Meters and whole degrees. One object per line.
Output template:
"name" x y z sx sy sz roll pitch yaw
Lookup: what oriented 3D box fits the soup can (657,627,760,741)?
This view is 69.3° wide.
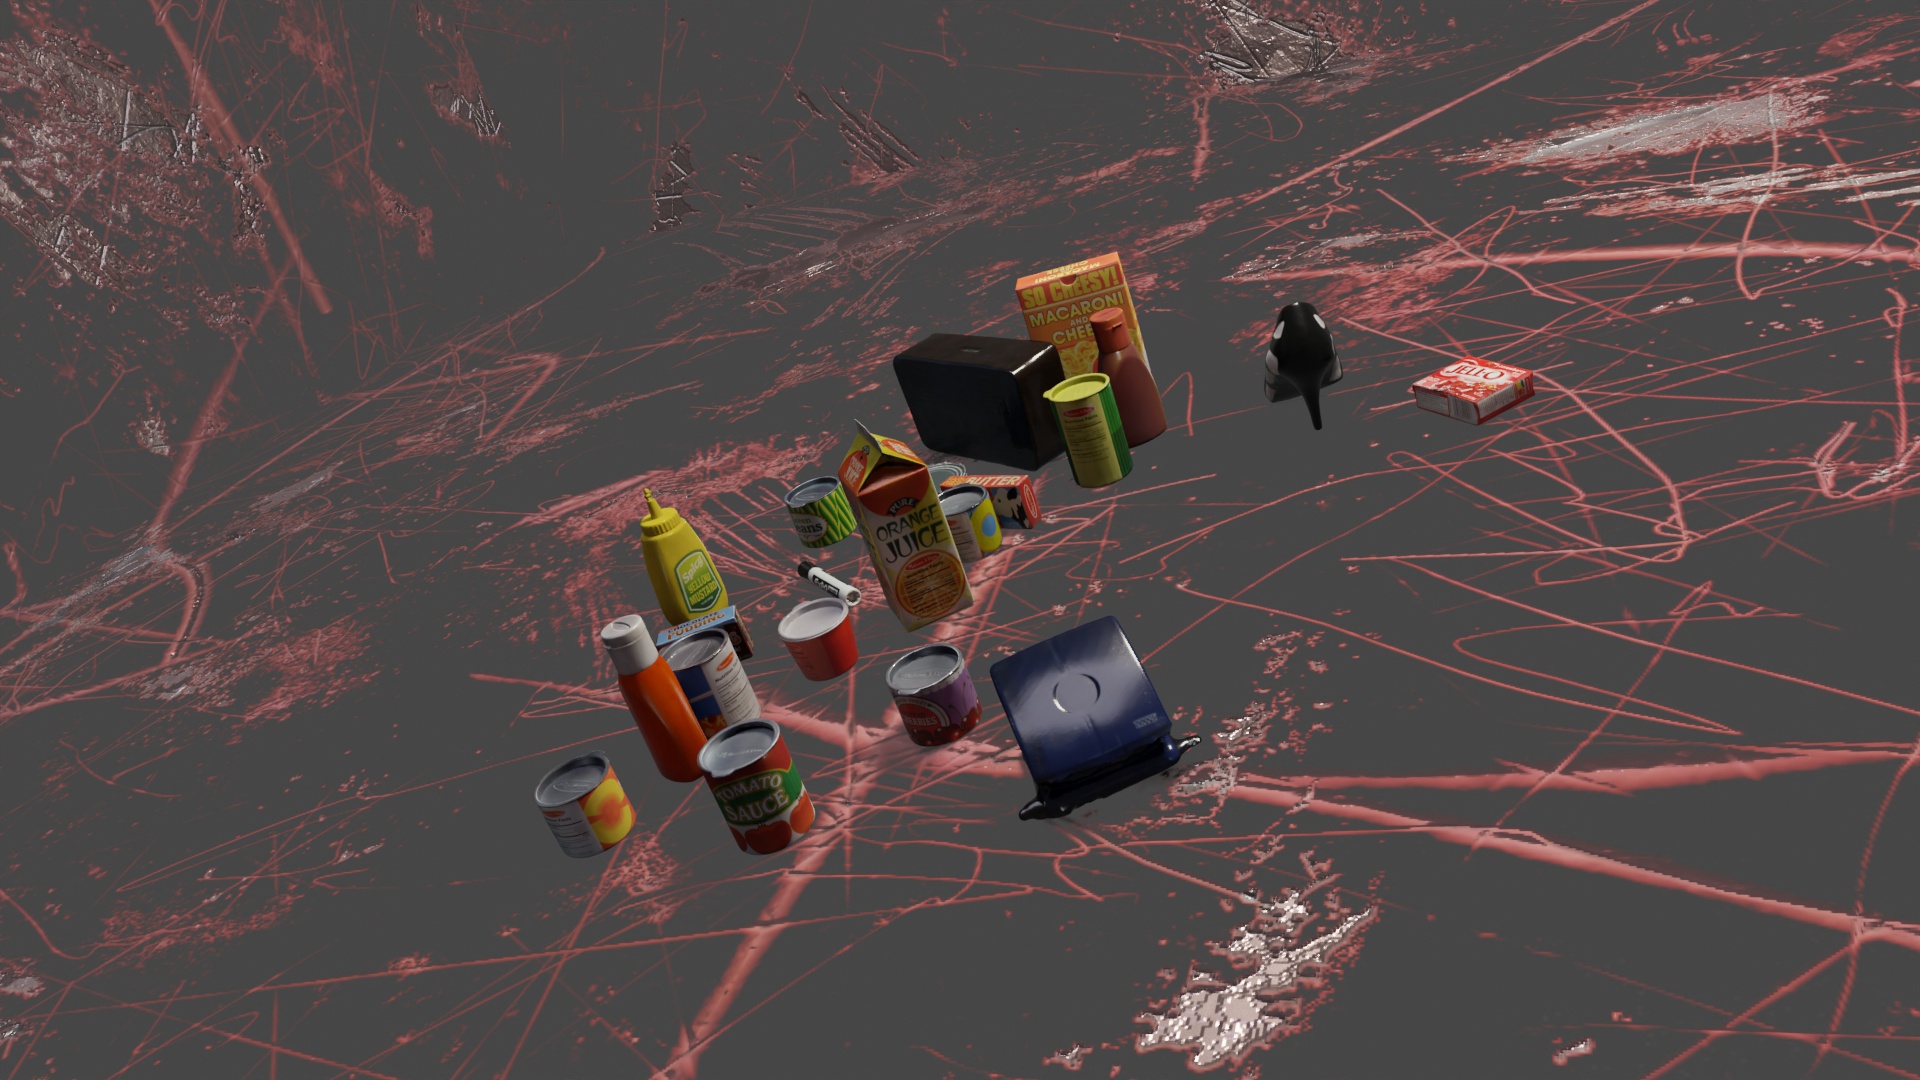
"soup can" -0.225 0.130 1.239 0.071 0.083 0.071 -16 25 8

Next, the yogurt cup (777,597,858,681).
"yogurt cup" -0.128 0.093 1.281 0.072 0.053 0.073 -16 25 8

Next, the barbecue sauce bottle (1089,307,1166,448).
"barbecue sauce bottle" 0.176 -0.176 1.500 0.065 0.148 0.044 -27 26 -16

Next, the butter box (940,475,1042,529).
"butter box" 0.031 -0.040 1.440 0.103 0.053 0.024 2 32 38

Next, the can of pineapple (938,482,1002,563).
"can of pineapple" 0.005 -0.018 1.407 0.071 0.057 0.071 -16 25 8

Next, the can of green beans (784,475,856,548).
"can of green beans" -0.156 -0.032 1.549 0.071 0.057 0.071 -16 25 8

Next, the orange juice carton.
"orange juice carton" -0.057 -0.019 1.295 0.073 0.192 0.072 -24 25 -10

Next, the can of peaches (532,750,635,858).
"can of peaches" -0.309 0.219 1.151 0.071 0.058 0.071 -16 25 8

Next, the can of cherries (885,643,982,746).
"can of cherries" -0.023 0.127 1.133 0.071 0.058 0.072 -16 25 8

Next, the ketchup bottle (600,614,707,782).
"ketchup bottle" -0.259 0.134 1.179 0.065 0.148 0.044 9 37 46

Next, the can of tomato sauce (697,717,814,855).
"can of tomato sauce" -0.156 0.191 1.070 0.071 0.082 0.071 -16 25 8

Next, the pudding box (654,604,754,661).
"pudding box" -0.249 0.101 1.356 0.084 0.049 0.030 -19 25 0

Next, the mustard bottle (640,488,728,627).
"mustard bottle" -0.292 0.019 1.422 0.049 0.159 0.065 5 34 42

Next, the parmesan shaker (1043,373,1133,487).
"parmesan shaker" 0.135 -0.115 1.458 0.071 0.102 0.071 -16 25 8

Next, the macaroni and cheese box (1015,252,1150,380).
"macaroni and cheese box" 0.147 -0.239 1.627 0.123 0.165 0.040 -14 25 12
